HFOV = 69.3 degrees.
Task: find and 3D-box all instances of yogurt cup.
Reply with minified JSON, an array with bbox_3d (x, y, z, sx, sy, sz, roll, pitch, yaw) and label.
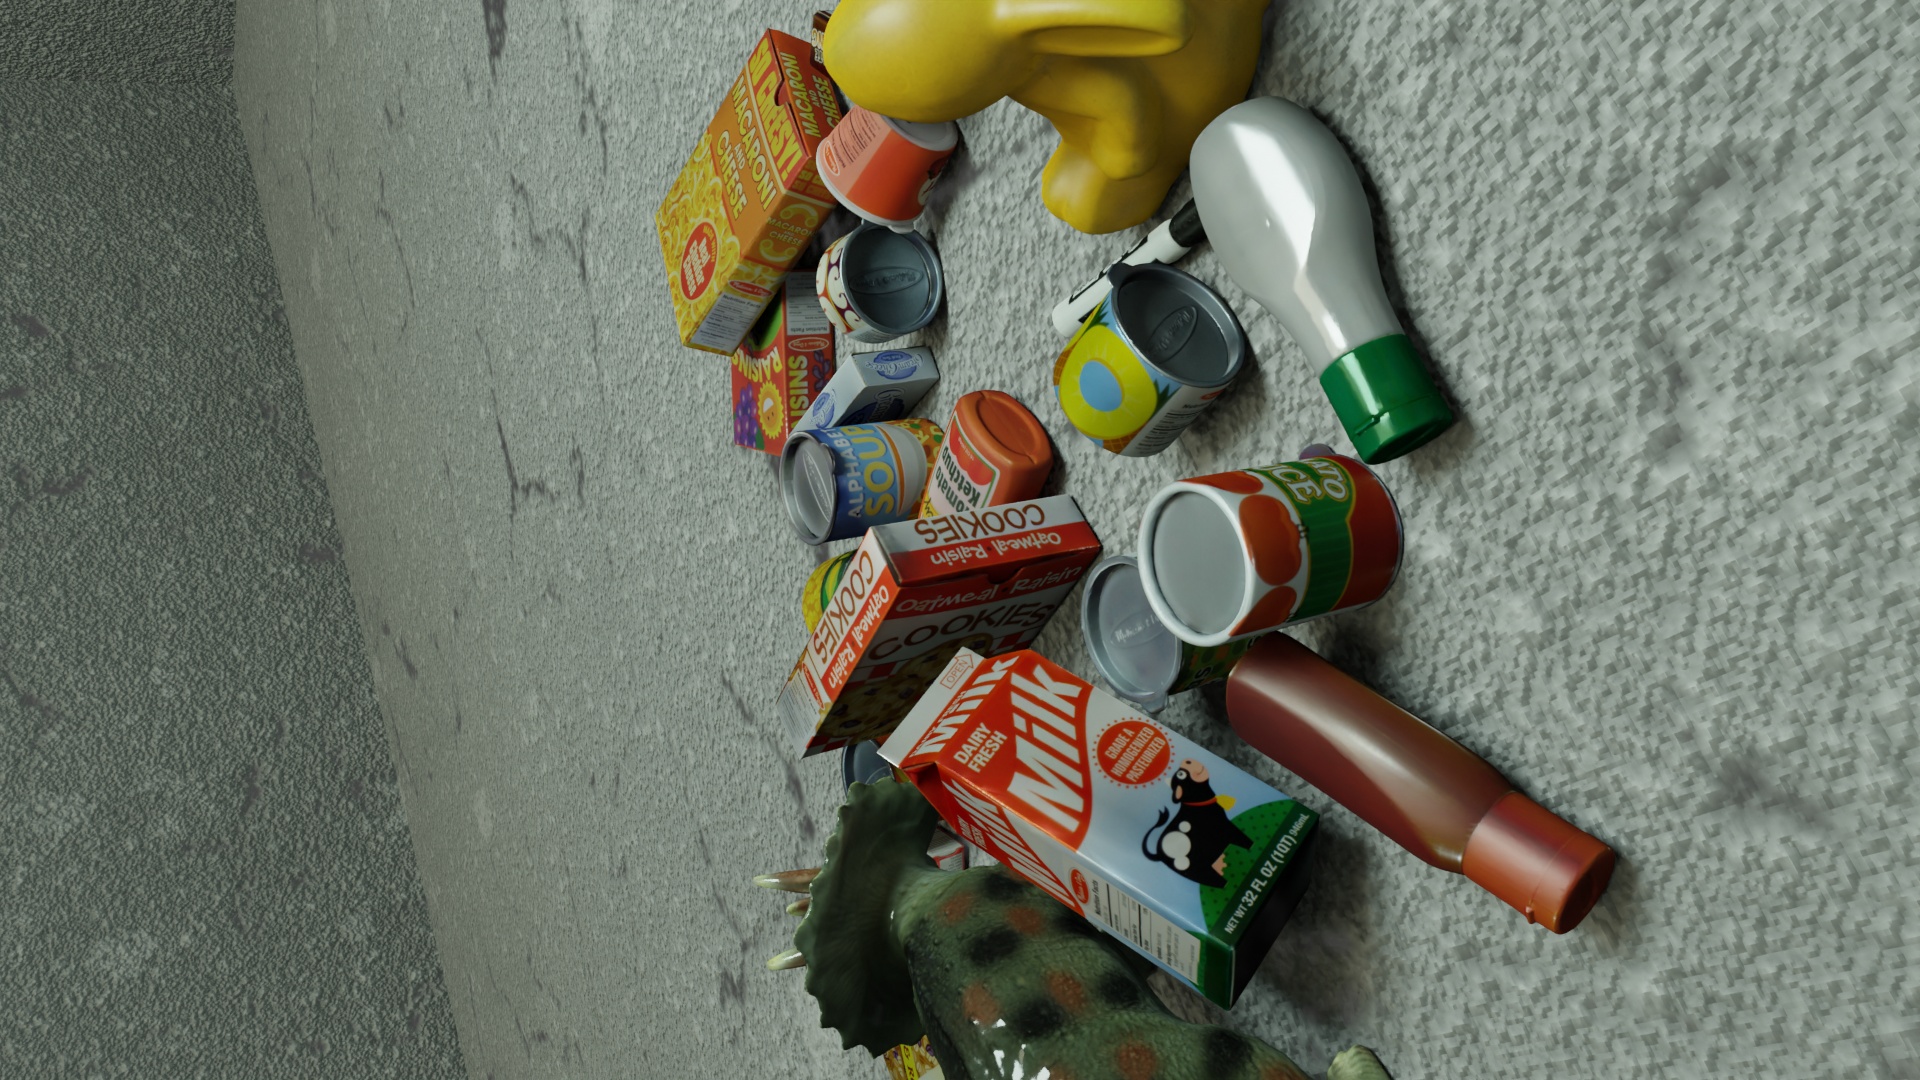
[{"bbox_3d":[-0.038,-0.215,0.762,0.053,0.072,0.072,-46,60,42],"label":"yogurt cup"}]

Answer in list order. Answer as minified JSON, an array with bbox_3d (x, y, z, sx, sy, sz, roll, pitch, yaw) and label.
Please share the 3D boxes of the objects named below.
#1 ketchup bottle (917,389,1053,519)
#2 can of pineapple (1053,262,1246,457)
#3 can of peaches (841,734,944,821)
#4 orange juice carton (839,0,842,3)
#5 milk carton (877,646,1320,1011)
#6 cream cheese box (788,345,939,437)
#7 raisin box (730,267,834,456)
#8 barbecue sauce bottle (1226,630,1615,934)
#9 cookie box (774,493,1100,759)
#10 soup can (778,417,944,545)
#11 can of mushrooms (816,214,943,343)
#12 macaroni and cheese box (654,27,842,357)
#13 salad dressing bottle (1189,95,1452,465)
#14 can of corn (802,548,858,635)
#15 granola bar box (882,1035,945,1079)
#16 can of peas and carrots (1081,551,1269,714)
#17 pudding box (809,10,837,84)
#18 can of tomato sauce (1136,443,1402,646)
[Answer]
[{"bbox_3d":[0.003,-0.010,0.770,0.065,0.044,0.148,57,141,32],"label":"ketchup bottle"},{"bbox_3d":[0.081,-0.080,0.611,0.057,0.071,0.071,-51,57,50],"label":"can of pineapple"},{"bbox_3d":[-0.031,0.145,0.847,0.071,0.058,0.071,20,114,53],"label":"can of peaches"},{"bbox_3d":[-0.023,-0.341,0.696,0.192,0.073,0.072,-18,83,57],"label":"orange juice carton"},{"bbox_3d":[0.056,0.116,0.619,0.191,0.072,0.073,28,151,26],"label":"milk carton"},{"bbox_3d":[-0.059,-0.081,0.837,0.103,0.053,0.024,-42,66,52],"label":"cream cheese box"},{"bbox_3d":[-0.121,-0.121,0.933,0.086,0.040,0.123,15,109,54],"label":"raisin box"},{"bbox_3d":[0.171,0.092,0.531,0.149,0.044,0.064,34,163,42],"label":"barbecue sauce bottle"},{"bbox_3d":[-0.015,0.047,0.737,0.040,0.123,0.166,61,142,25],"label":"cookie box"},{"bbox_3d":[-0.053,-0.037,0.809,0.071,0.084,0.071,21,115,53],"label":"soup can"},{"bbox_3d":[-0.046,-0.148,0.787,0.033,0.071,0.071,-10,89,58],"label":"can of mushrooms"},{"bbox_3d":[-0.134,-0.218,0.879,0.165,0.040,0.124,-46,48,37],"label":"macaroni and cheese box"},{"bbox_3d":[0.140,-0.101,0.539,0.064,0.044,0.148,-44,63,50],"label":"salad dressing bottle"},{"bbox_3d":[-0.056,0.034,0.850,0.058,0.071,0.071,-20,82,57],"label":"can of corn"},{"bbox_3d":[0.009,0.347,0.855,0.166,0.039,0.123,64,144,24],"label":"granola bar box"},{"bbox_3d":[0.098,0.037,0.622,0.071,0.059,0.070,22,117,52],"label":"can of peas and carrots"},{"bbox_3d":[-0.030,-0.253,0.720,0.050,0.084,0.030,45,136,41],"label":"pudding box"},{"bbox_3d":[0.122,0.001,0.553,0.071,0.083,0.071,21,116,53],"label":"can of tomato sauce"}]
